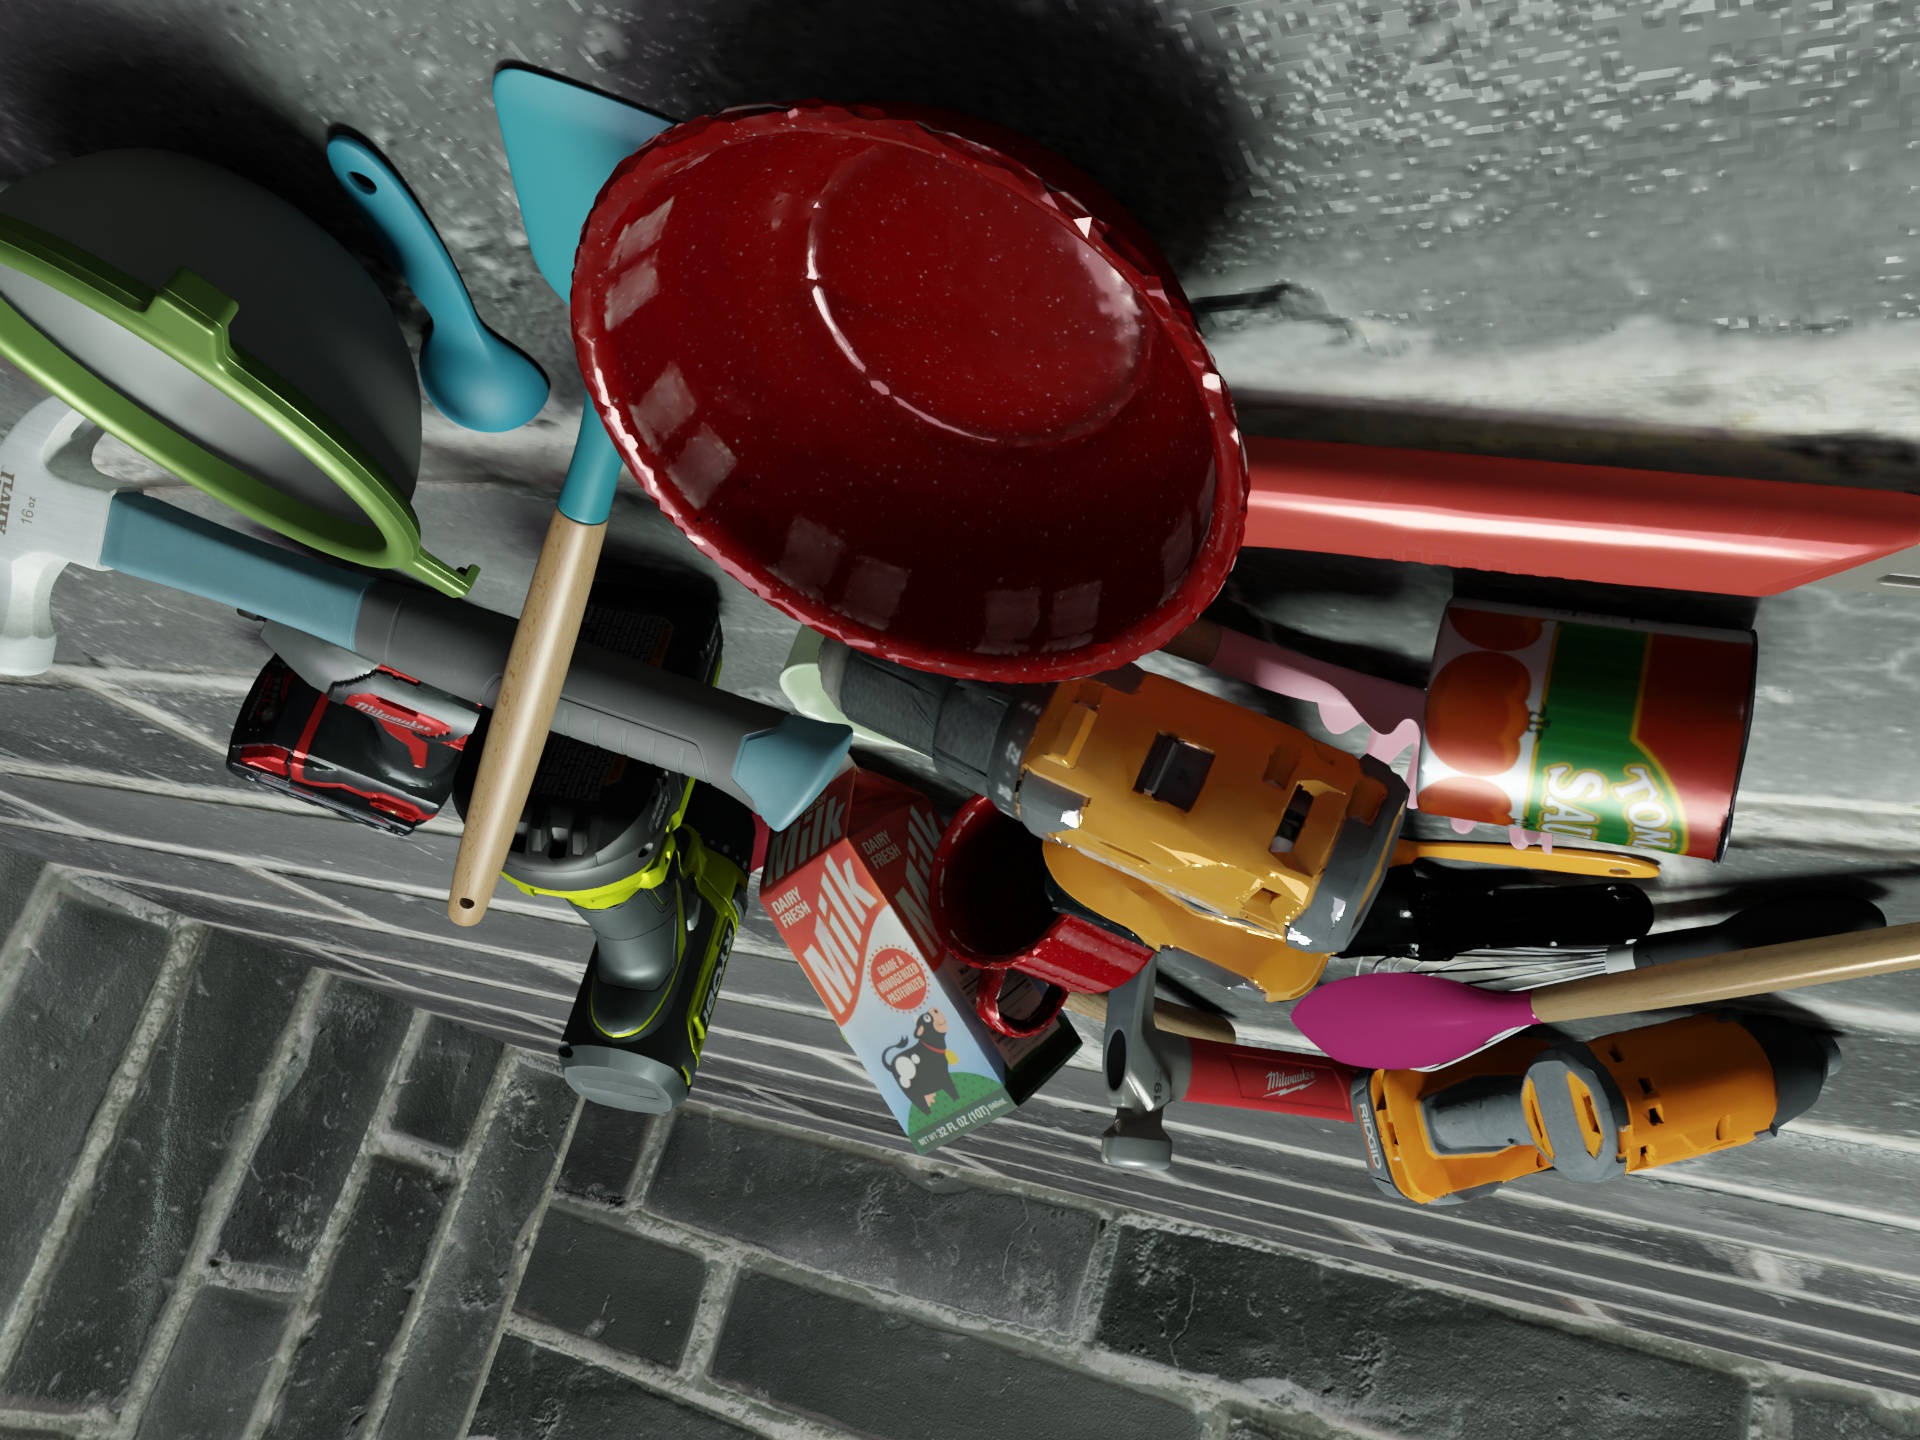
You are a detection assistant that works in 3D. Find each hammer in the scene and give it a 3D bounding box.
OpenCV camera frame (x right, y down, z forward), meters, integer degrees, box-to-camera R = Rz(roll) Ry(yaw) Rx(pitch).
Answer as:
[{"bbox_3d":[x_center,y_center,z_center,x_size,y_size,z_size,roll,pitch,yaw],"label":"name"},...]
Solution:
[{"bbox_3d":[-0.199,-0.031,0.569,0.331,0.128,0.033,19,-166,6],"label":"hammer"},{"bbox_3d":[0.077,0.169,0.981,0.130,0.031,0.331,28,-179,41],"label":"hammer"},{"bbox_3d":[0.171,-0.049,0.378,0.359,0.037,0.149,9,159,19],"label":"hammer"},{"bbox_3d":[0.254,0.209,0.950,0.386,0.143,0.038,13,164,-26],"label":"hammer"}]

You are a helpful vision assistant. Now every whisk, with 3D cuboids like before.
[{"bbox_3d":[0.275,0.114,0.708,0.070,0.070,0.284,24,154,-20],"label":"whisk"}]

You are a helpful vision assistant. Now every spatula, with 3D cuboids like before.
[{"bbox_3d":[-0.125,-0.038,0.483,0.082,0.044,0.317,19,126,-10],"label":"spatula"}]

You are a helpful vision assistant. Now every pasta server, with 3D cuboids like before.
[{"bbox_3d":[0.056,-0.027,0.528,0.316,0.040,0.060,20,178,-6],"label":"pasta server"}]

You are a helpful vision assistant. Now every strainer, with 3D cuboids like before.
[{"bbox_3d":[-0.254,-0.132,0.473,0.256,0.069,0.151,24,163,19],"label":"strainer"}]

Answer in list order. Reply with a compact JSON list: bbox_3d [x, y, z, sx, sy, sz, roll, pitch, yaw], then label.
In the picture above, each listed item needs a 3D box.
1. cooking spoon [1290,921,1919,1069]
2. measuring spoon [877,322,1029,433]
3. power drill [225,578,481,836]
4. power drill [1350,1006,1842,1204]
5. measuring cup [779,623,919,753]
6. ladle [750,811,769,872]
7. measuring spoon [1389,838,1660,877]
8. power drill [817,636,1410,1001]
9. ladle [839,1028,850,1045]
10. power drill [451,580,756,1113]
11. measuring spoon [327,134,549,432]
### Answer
[{"bbox_3d":[0.262,0.115,0.659,0.068,0.017,0.319,43,144,-17],"label":"cooking spoon"},{"bbox_3d":[-0.027,-0.097,0.450,0.124,0.018,0.034,6,144,45],"label":"measuring spoon"},{"bbox_3d":[-0.300,-0.012,0.806,0.143,0.079,0.219,25,156,-22],"label":"power drill"},{"bbox_3d":[0.322,0.194,0.817,0.164,0.084,0.226,-7,165,-19],"label":"power drill"},{"bbox_3d":[-0.001,-0.002,0.645,0.083,0.038,0.167,-1,156,41],"label":"measuring cup"},{"bbox_3d":[-0.149,0.095,1.041,0.069,0.031,0.315,24,161,-18],"label":"ladle"},{"bbox_3d":[0.228,0.060,0.661,0.117,0.011,0.021,2,156,35],"label":"measuring spoon"},{"bbox_3d":[0.057,0.029,0.559,0.185,0.084,0.226,23,172,17],"label":"power drill"},{"bbox_3d":[-0.018,0.207,1.192,0.078,0.062,0.320,19,158,-14],"label":"ladle"},{"bbox_3d":[-0.137,0.044,0.702,0.080,0.191,0.228,8,146,6],"label":"power drill"},{"bbox_3d":[-0.159,-0.121,0.470,0.042,0.021,0.128,13,160,10],"label":"measuring spoon"}]
